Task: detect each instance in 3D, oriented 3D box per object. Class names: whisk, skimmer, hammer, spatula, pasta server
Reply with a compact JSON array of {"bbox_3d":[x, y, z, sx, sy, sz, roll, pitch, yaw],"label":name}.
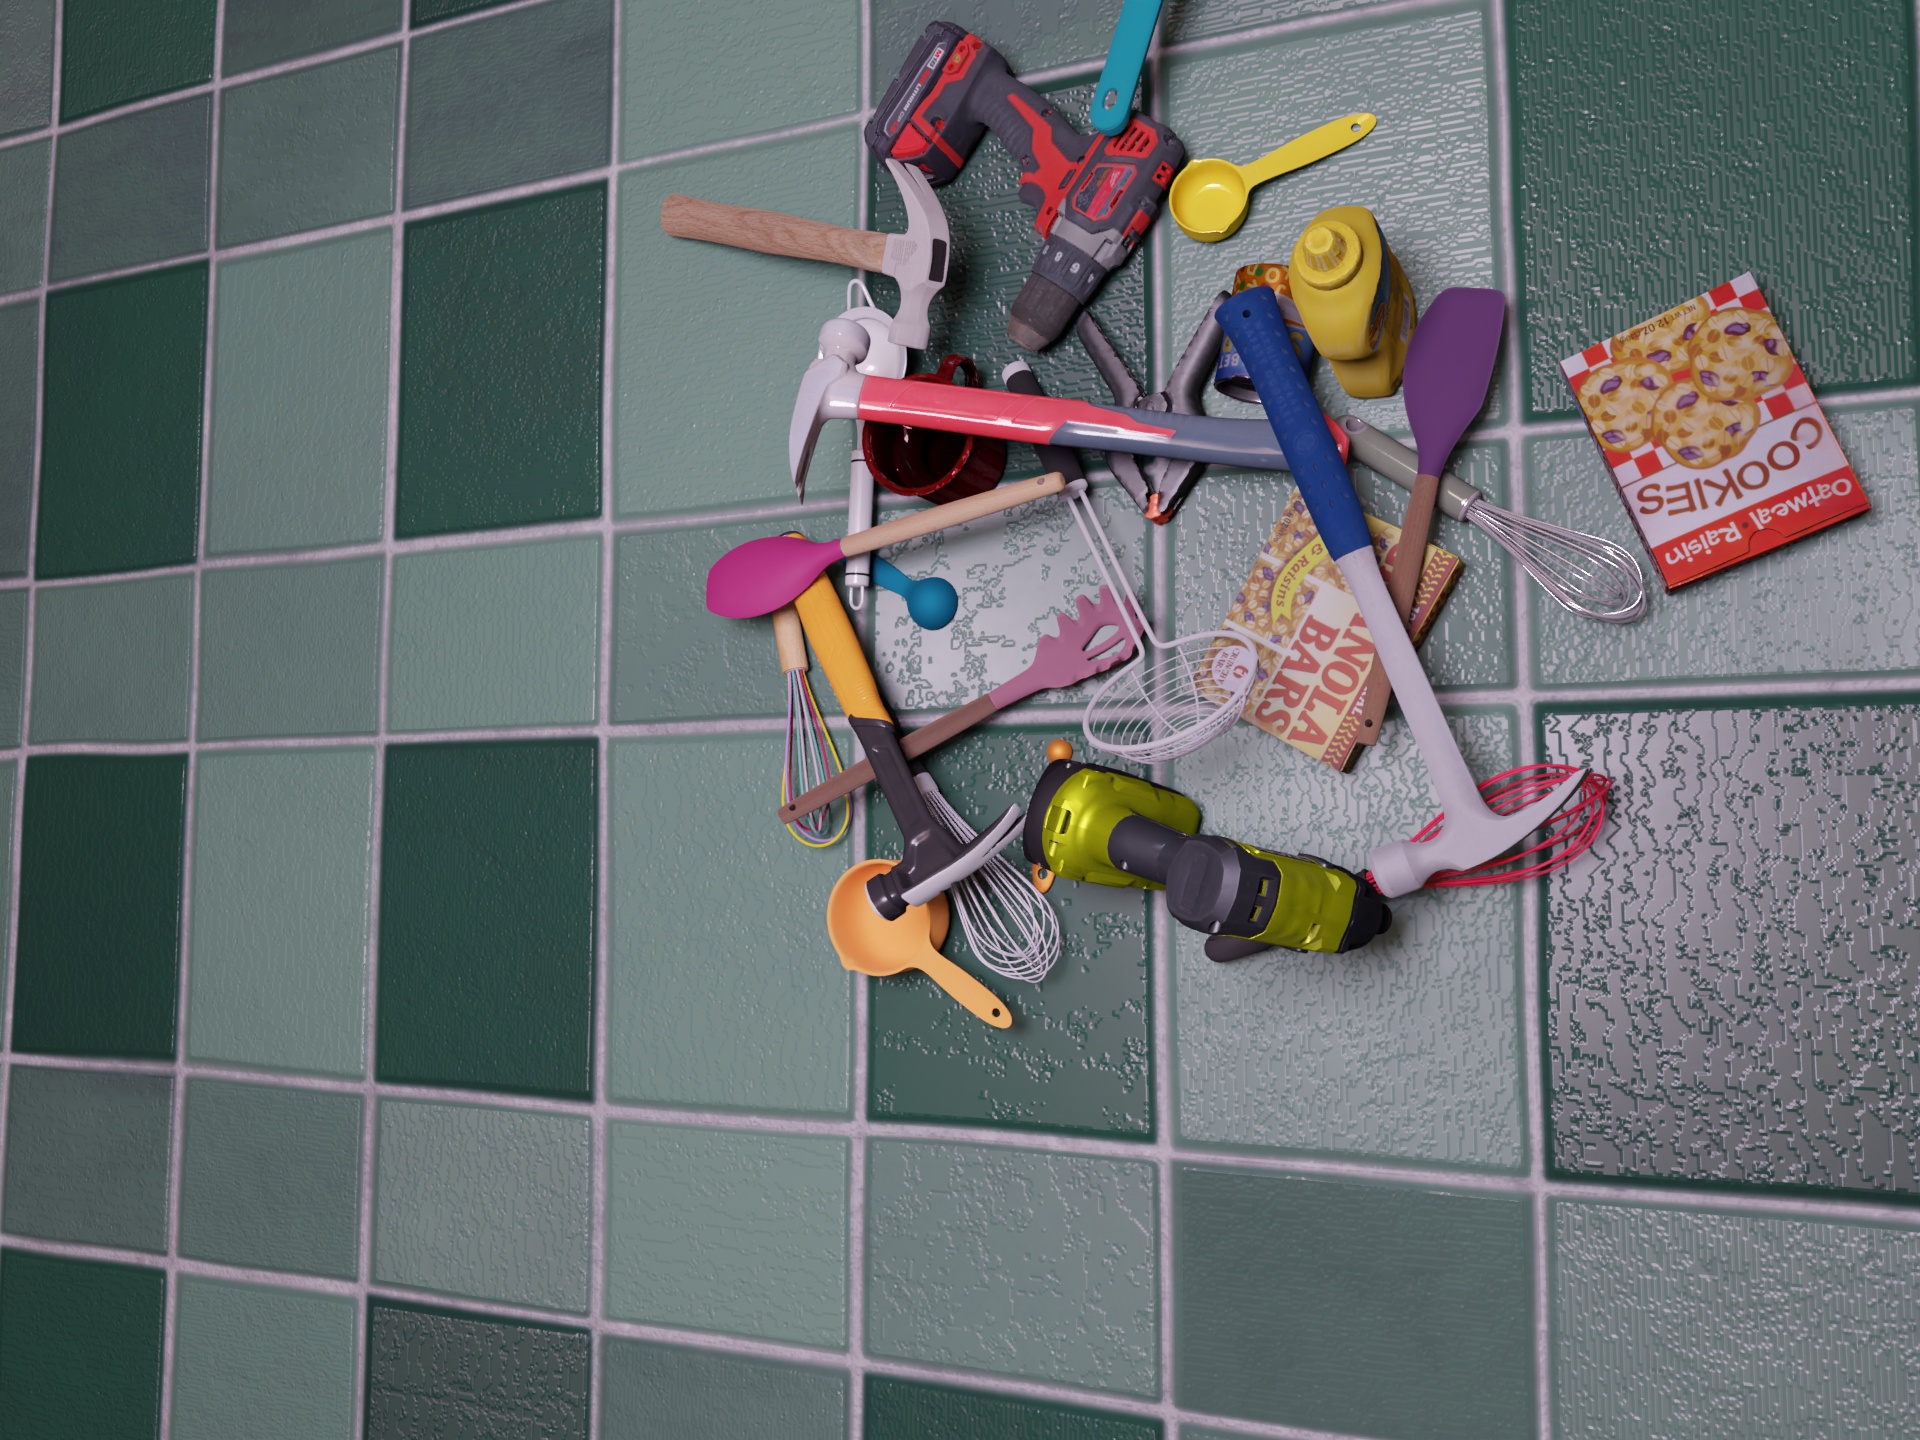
[{"bbox_3d":[-0.133,-0.018,1.275,0.047,0.051,0.245,-18,75,28],"label":"whisk"},{"bbox_3d":[0.096,-0.128,1.123,0.127,0.090,0.364,-27,65,10],"label":"skimmer"},{"bbox_3d":[0.349,-0.139,1.067,0.058,0.059,0.246,-40,62,-22],"label":"whisk"},{"bbox_3d":[0.264,-0.100,1.027,0.144,0.035,0.406,-25,76,23],"label":"hammer"},{"bbox_3d":[-0.131,-0.387,1.263,0.331,0.031,0.130,24,108,39],"label":"hammer"},{"bbox_3d":[0.073,-0.196,1.115,0.386,0.038,0.143,9,66,9],"label":"hammer"},{"bbox_3d":[-0.013,0.077,1.205,0.070,0.070,0.285,-41,66,16],"label":"whisk"},{"bbox_3d":[0.293,0.103,1.064,0.296,0.073,0.073,-28,75,25],"label":"whisk"},{"bbox_3d":[0.303,-0.137,1.057,0.060,0.018,0.316,11,86,29],"label":"spatula"},{"bbox_3d":[-0.069,-0.020,1.190,0.127,0.034,0.337,-34,58,10],"label":"hammer"},{"bbox_3d":[-0.002,-0.004,1.186,0.316,0.040,0.060,-29,65,7],"label":"pasta server"}]

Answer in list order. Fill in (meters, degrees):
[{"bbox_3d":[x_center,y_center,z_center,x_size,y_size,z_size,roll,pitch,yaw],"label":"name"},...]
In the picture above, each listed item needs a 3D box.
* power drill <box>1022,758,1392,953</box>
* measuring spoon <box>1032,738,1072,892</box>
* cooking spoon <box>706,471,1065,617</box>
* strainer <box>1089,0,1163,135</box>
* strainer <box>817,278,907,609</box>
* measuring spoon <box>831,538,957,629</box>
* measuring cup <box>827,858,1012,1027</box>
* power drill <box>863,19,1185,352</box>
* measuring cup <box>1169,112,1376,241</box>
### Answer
[{"bbox_3d":[0.159,0.095,1.045,0.223,0.171,0.080,21,95,55],"label":"power drill"},{"bbox_3d":[0.067,0.072,1.192,0.021,0.011,0.117,7,89,25],"label":"measuring spoon"},{"bbox_3d":[-0.066,-0.138,1.202,0.319,0.017,0.069,-13,64,26],"label":"cooking spoon"},{"bbox_3d":[0.170,-0.579,1.155,0.211,0.095,0.340,20,95,26],"label":"strainer"},{"bbox_3d":[-0.077,-0.216,1.261,0.087,0.050,0.258,1,87,32],"label":"strainer"},{"bbox_3d":[-0.059,-0.114,1.259,0.129,0.021,0.042,32,99,24],"label":"measuring spoon"},{"bbox_3d":[-0.020,0.173,1.202,0.174,0.052,0.095,37,101,21],"label":"measuring cup"},{"bbox_3d":[0.036,-0.407,1.214,0.227,0.080,0.188,37,101,19],"label":"power drill"},{"bbox_3d":[0.228,-0.398,1.157,0.156,0.029,0.062,-23,76,9],"label":"measuring cup"}]
